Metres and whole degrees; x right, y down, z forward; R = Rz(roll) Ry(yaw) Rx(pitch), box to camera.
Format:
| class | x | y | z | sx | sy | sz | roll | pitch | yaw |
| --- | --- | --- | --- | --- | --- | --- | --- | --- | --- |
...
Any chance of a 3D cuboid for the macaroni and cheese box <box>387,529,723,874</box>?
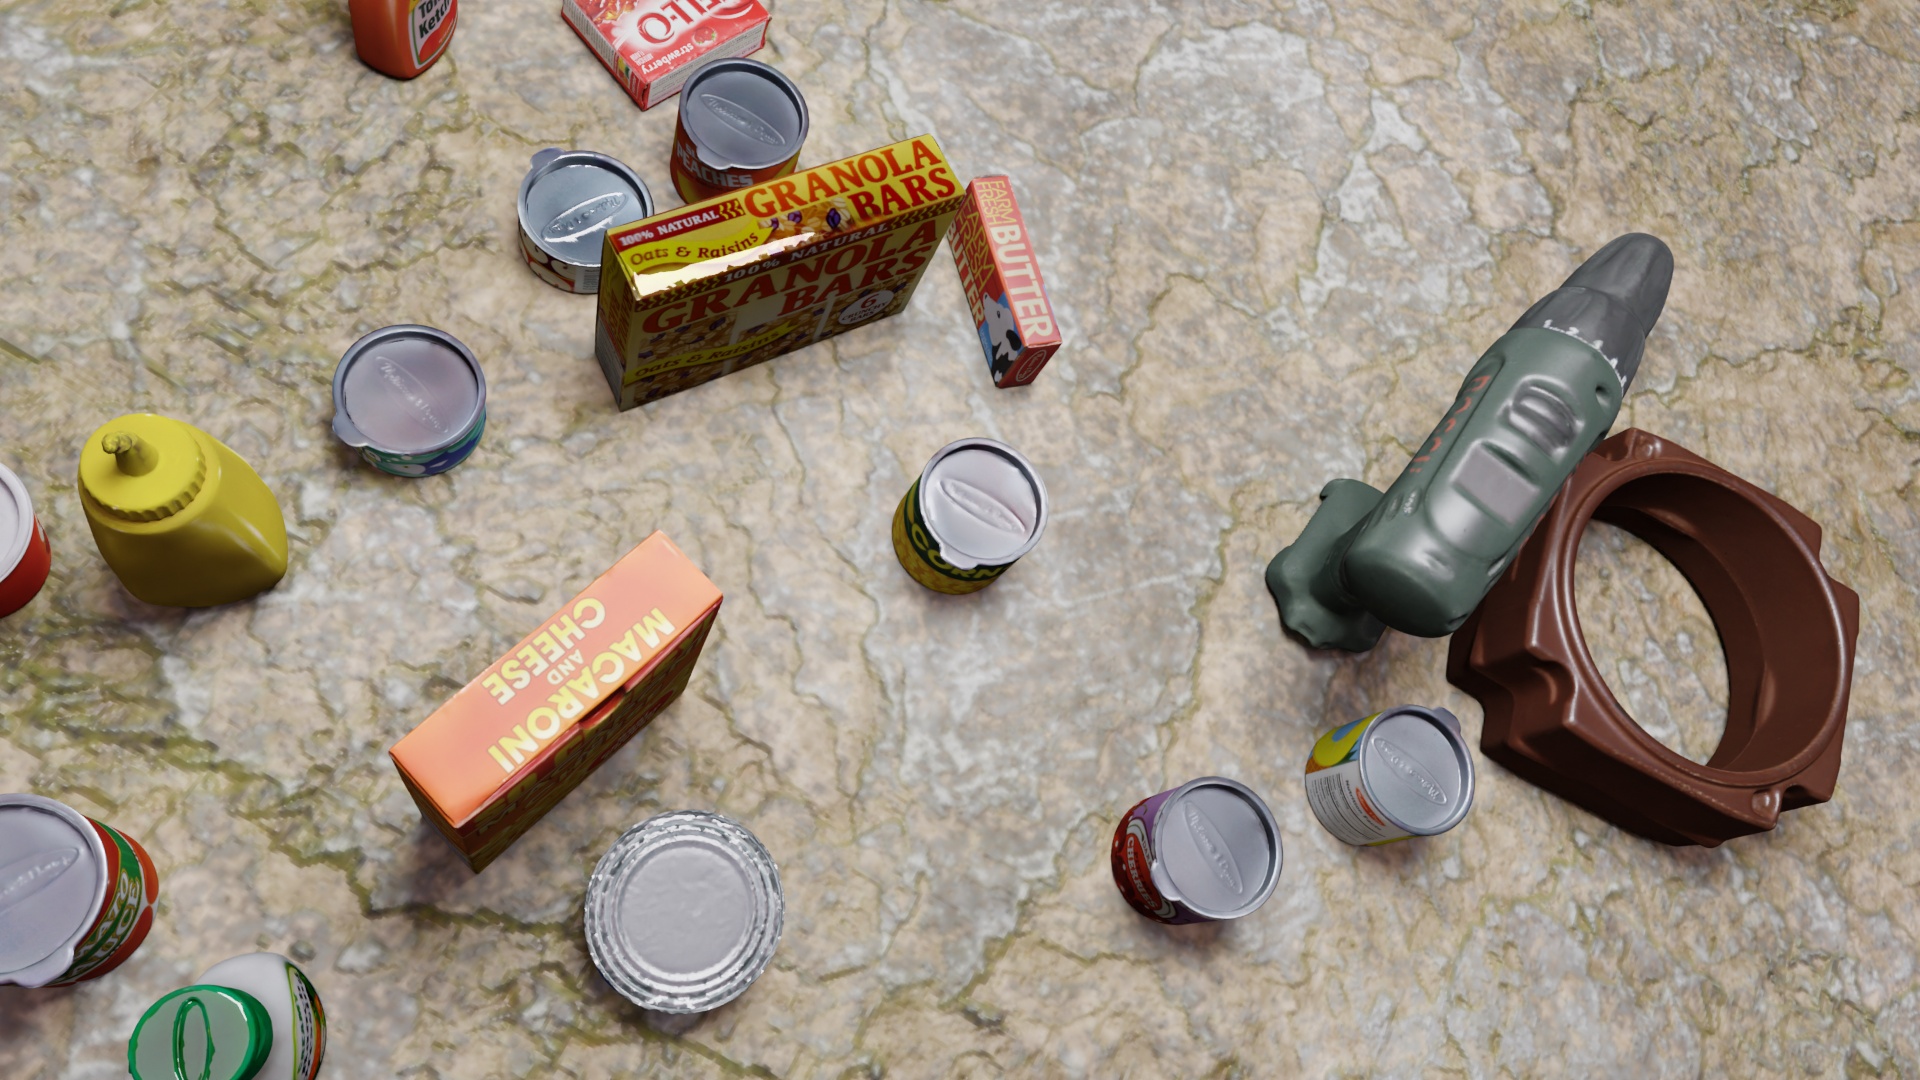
| class | x | y | z | sx | sy | sz | roll | pitch | yaw |
| --- | --- | --- | --- | --- | --- | --- | --- | --- | --- |
| macaroni and cheese box | -0.161 | 0.071 | 0.561 | 0.040 | 0.166 | 0.124 | 46 | 65 | 2 |

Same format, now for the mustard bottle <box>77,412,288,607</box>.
| class | x | y | z | sx | sy | sz | roll | pitch | yaw |
| --- | --- | --- | --- | --- | --- | --- | --- | --- | --- |
| mustard bottle | -0.310 | -0.015 | 0.548 | 0.065 | 0.159 | 0.049 | -13 | 76 | -21 |

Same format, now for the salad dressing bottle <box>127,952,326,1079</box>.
| class | x | y | z | sx | sy | sz | roll | pitch | yaw |
| --- | --- | --- | --- | --- | --- | --- | --- | --- | --- |
| salad dressing bottle | -0.262 | 0.181 | 0.502 | 0.044 | 0.147 | 0.064 | -5 | 74 | -18 |

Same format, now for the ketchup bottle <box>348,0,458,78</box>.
| class | x | y | z | sx | sy | sz | roll | pitch | yaw |
| --- | --- | --- | --- | --- | --- | --- | --- | --- | --- |
| ketchup bottle | -0.269 | -0.289 | 0.661 | 0.043 | 0.148 | 0.065 | 23 | 67 | -9 |

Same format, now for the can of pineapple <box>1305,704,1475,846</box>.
| class | x | y | z | sx | sy | sz | roll | pitch | yaw |
| --- | --- | --- | --- | --- | --- | --- | --- | --- | --- |
| can of pineapple | 0.223 | 0.122 | 0.722 | 0.071 | 0.057 | 0.071 | 5 | 70 | -15 |

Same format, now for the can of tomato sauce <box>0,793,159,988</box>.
| class | x | y | z | sx | sy | sz | roll | pitch | yaw |
| --- | --- | --- | --- | --- | --- | --- | --- | --- | --- |
| can of tomato sauce | -0.348 | 0.136 | 0.526 | 0.071 | 0.082 | 0.071 | 5 | 71 | -15 |

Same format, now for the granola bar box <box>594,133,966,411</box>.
| class | x | y | z | sx | sy | sz | roll | pitch | yaw |
| --- | --- | --- | --- | --- | --- | --- | --- | --- | --- |
| granola bar box | -0.092 | -0.129 | 0.674 | 0.166 | 0.123 | 0.039 | -24 | 80 | -23 |

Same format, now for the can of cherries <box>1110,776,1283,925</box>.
| class | x | y | z | sx | sy | sz | roll | pitch | yaw |
| --- | --- | --- | --- | --- | --- | --- | --- | --- | --- |
| can of cherries | 0.111 | 0.153 | 0.676 | 0.071 | 0.058 | 0.071 | 5 | 70 | -15 |

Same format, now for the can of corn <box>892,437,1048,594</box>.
| class | x | y | z | sx | sy | sz | roll | pitch | yaw |
| --- | --- | --- | --- | --- | --- | --- | --- | --- | --- |
| can of corn | 0.002 | -0.009 | 0.698 | 0.071 | 0.058 | 0.071 | 5 | 70 | -15 |

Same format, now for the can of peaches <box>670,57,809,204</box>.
| class | x | y | z | sx | sy | sz | roll | pitch | yaw |
| --- | --- | --- | --- | --- | --- | --- | --- | --- | --- |
| can of peaches | -0.118 | -0.207 | 0.729 | 0.071 | 0.058 | 0.071 | 5 | 70 | -15 |

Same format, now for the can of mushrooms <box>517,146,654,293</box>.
| class | x | y | z | sx | sy | sz | roll | pitch | yaw |
| --- | --- | --- | --- | --- | --- | --- | --- | --- | --- |
| can of mushrooms | -0.192 | -0.163 | 0.705 | 0.071 | 0.033 | 0.071 | 5 | 70 | -15 |

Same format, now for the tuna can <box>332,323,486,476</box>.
| class | x | y | z | sx | sy | sz | roll | pitch | yaw |
| --- | --- | --- | --- | --- | --- | --- | --- | --- | --- |
| tuna can | -0.258 | -0.063 | 0.650 | 0.071 | 0.032 | 0.071 | 5 | 70 | -15 |

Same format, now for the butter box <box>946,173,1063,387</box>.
| class | x | y | z | sx | sy | sz | roll | pitch | yaw |
| --- | --- | --- | --- | --- | --- | --- | --- | --- | --- |
| butter box | 0.022 | -0.140 | 0.753 | 0.024 | 0.053 | 0.103 | -12 | 76 | -20 |

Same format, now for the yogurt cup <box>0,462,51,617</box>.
| class | x | y | z | sx | sy | sz | roll | pitch | yaw |
| --- | --- | --- | --- | --- | --- | --- | --- | --- | --- |
| yogurt cup | -0.412 | 0.002 | 0.569 | 0.072 | 0.053 | 0.072 | 5 | 70 | -15 |
